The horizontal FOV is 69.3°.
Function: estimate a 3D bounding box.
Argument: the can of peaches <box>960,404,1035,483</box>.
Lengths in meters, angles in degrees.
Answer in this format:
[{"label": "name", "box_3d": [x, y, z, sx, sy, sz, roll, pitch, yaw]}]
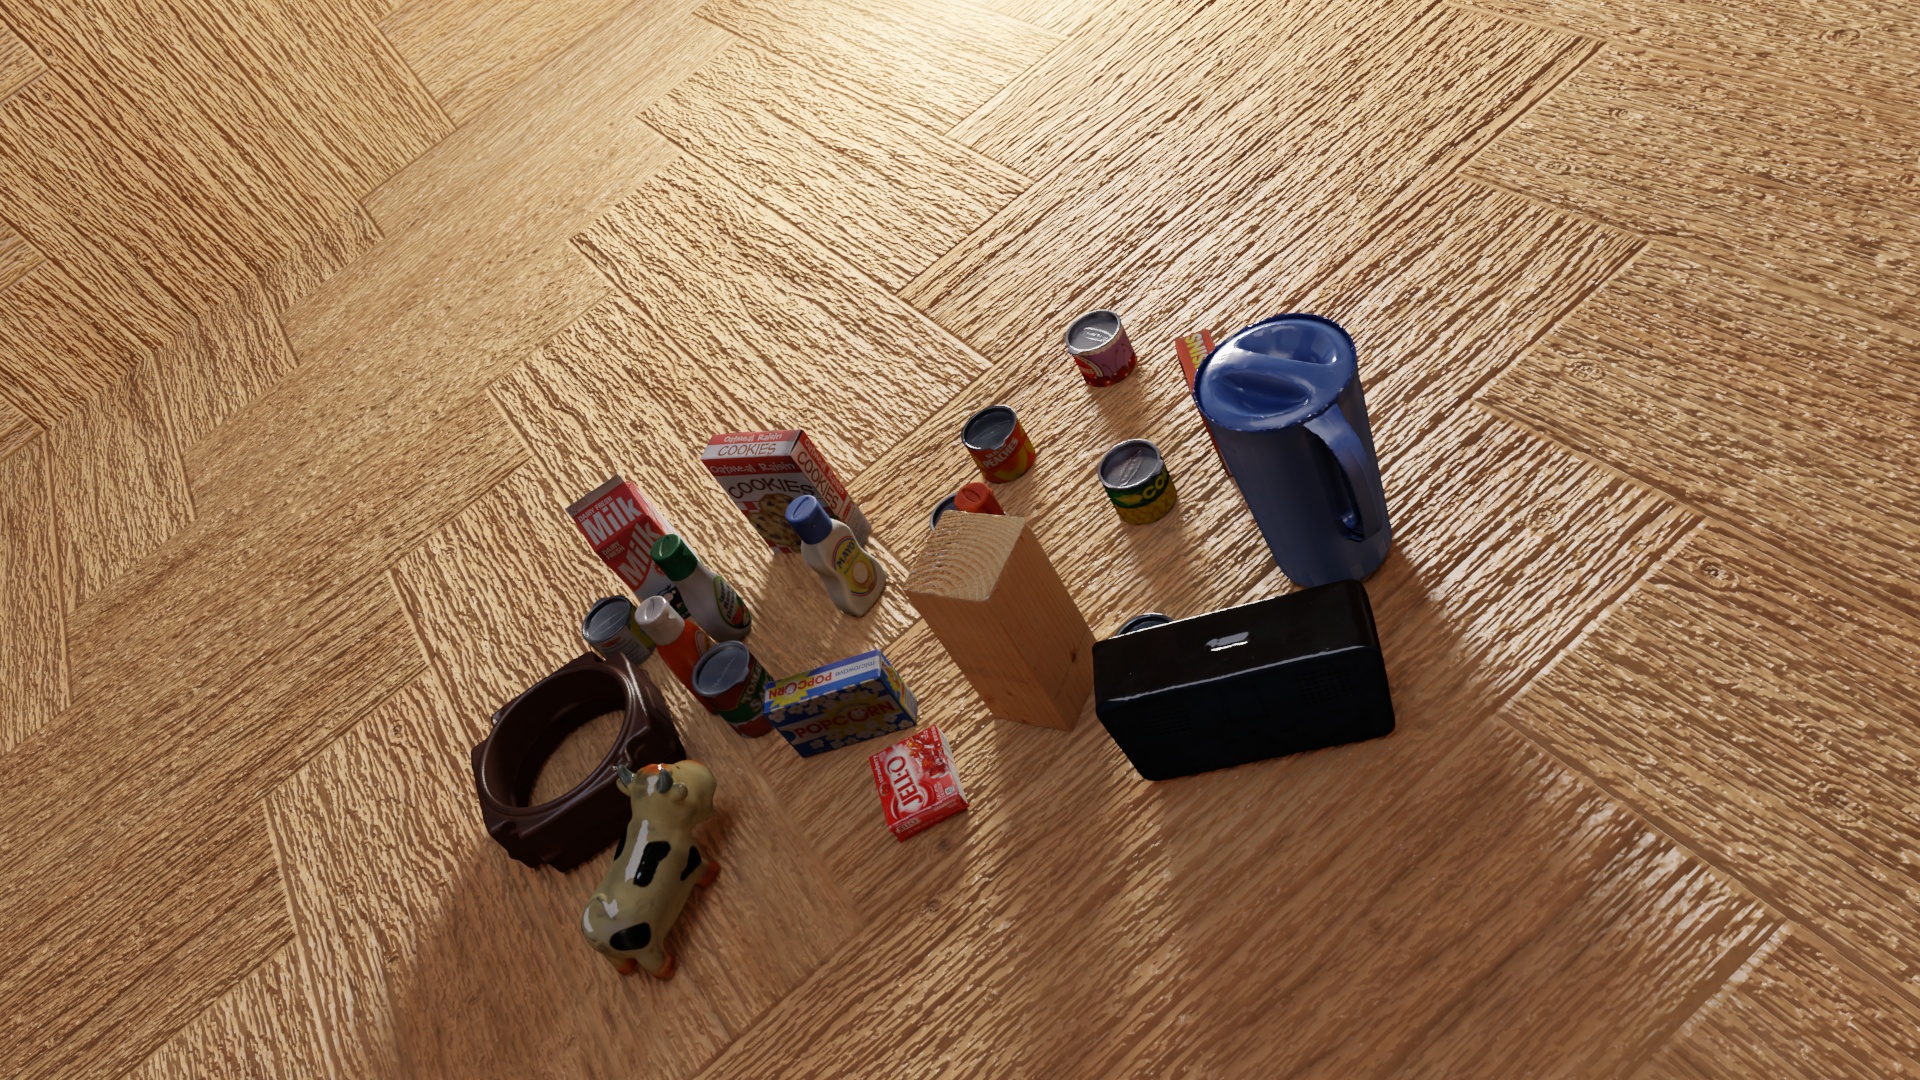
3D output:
[{"label": "can of peaches", "box_3d": [0.042, -0.103, 1.516, 0.071, 0.058, 0.071, -16, 45, 17]}]

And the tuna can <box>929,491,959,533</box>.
[{"label": "tuna can", "box_3d": [0.005, -0.019, 1.478, 0.071, 0.032, 0.071, -16, 45, 17]}]

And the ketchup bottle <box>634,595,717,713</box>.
[{"label": "ketchup bottle", "box_3d": [-0.282, 0.115, 1.436, 0.043, 0.148, 0.065, -20, 44, 14]}]

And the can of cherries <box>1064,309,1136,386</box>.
[{"label": "can of cherries", "box_3d": [0.155, -0.213, 1.551, 0.071, 0.058, 0.072, -16, 45, 17]}]

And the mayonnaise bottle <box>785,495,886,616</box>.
[{"label": "mayonnaise bottle", "box_3d": [-0.131, 0.013, 1.443, 0.041, 0.147, 0.065, 11, 58, 37]}]

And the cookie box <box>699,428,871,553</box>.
[{"label": "cookie box", "box_3d": [-0.190, -0.052, 1.524, 0.123, 0.166, 0.040, -1, 51, 30]}]

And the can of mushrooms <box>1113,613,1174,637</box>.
[{"label": "can of mushrooms", "box_3d": [0.173, 0.104, 1.266, 0.071, 0.033, 0.071, -16, 45, 17]}]

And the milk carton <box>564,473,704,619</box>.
[{"label": "milk carton", "box_3d": [-0.357, 0.006, 1.551, 0.072, 0.189, 0.074, -35, 42, -3]}]

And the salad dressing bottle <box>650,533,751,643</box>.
[{"label": "salad dressing bottle", "box_3d": [-0.279, 0.052, 1.494, 0.044, 0.147, 0.064, -17, 45, 17]}]

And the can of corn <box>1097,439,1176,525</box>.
[{"label": "can of corn", "box_3d": [0.180, -0.058, 1.393, 0.071, 0.058, 0.071, -16, 45, 17]}]

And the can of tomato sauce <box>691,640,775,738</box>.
[{"label": "can of tomato sauce", "box_3d": [-0.222, 0.153, 1.415, 0.071, 0.082, 0.071, -16, 45, 17]}]

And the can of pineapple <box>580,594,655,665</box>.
[{"label": "can of pineapple", "box_3d": [-0.386, 0.103, 1.575, 0.071, 0.057, 0.071, -16, 45, 17]}]

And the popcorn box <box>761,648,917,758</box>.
[{"label": "popcorn box", "box_3d": [-0.116, 0.159, 1.346, 0.126, 0.085, 0.038, -18, 44, 15]}]

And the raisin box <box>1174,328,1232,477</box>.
[{"label": "raisin box", "box_3d": [0.254, -0.136, 1.375, 0.040, 0.123, 0.086, -21, 44, 13]}]

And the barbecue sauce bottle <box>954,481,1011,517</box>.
[{"label": "barbecue sauce bottle", "box_3d": [0.040, 0.003, 1.352, 0.044, 0.148, 0.065, -42, 43, -10]}]
